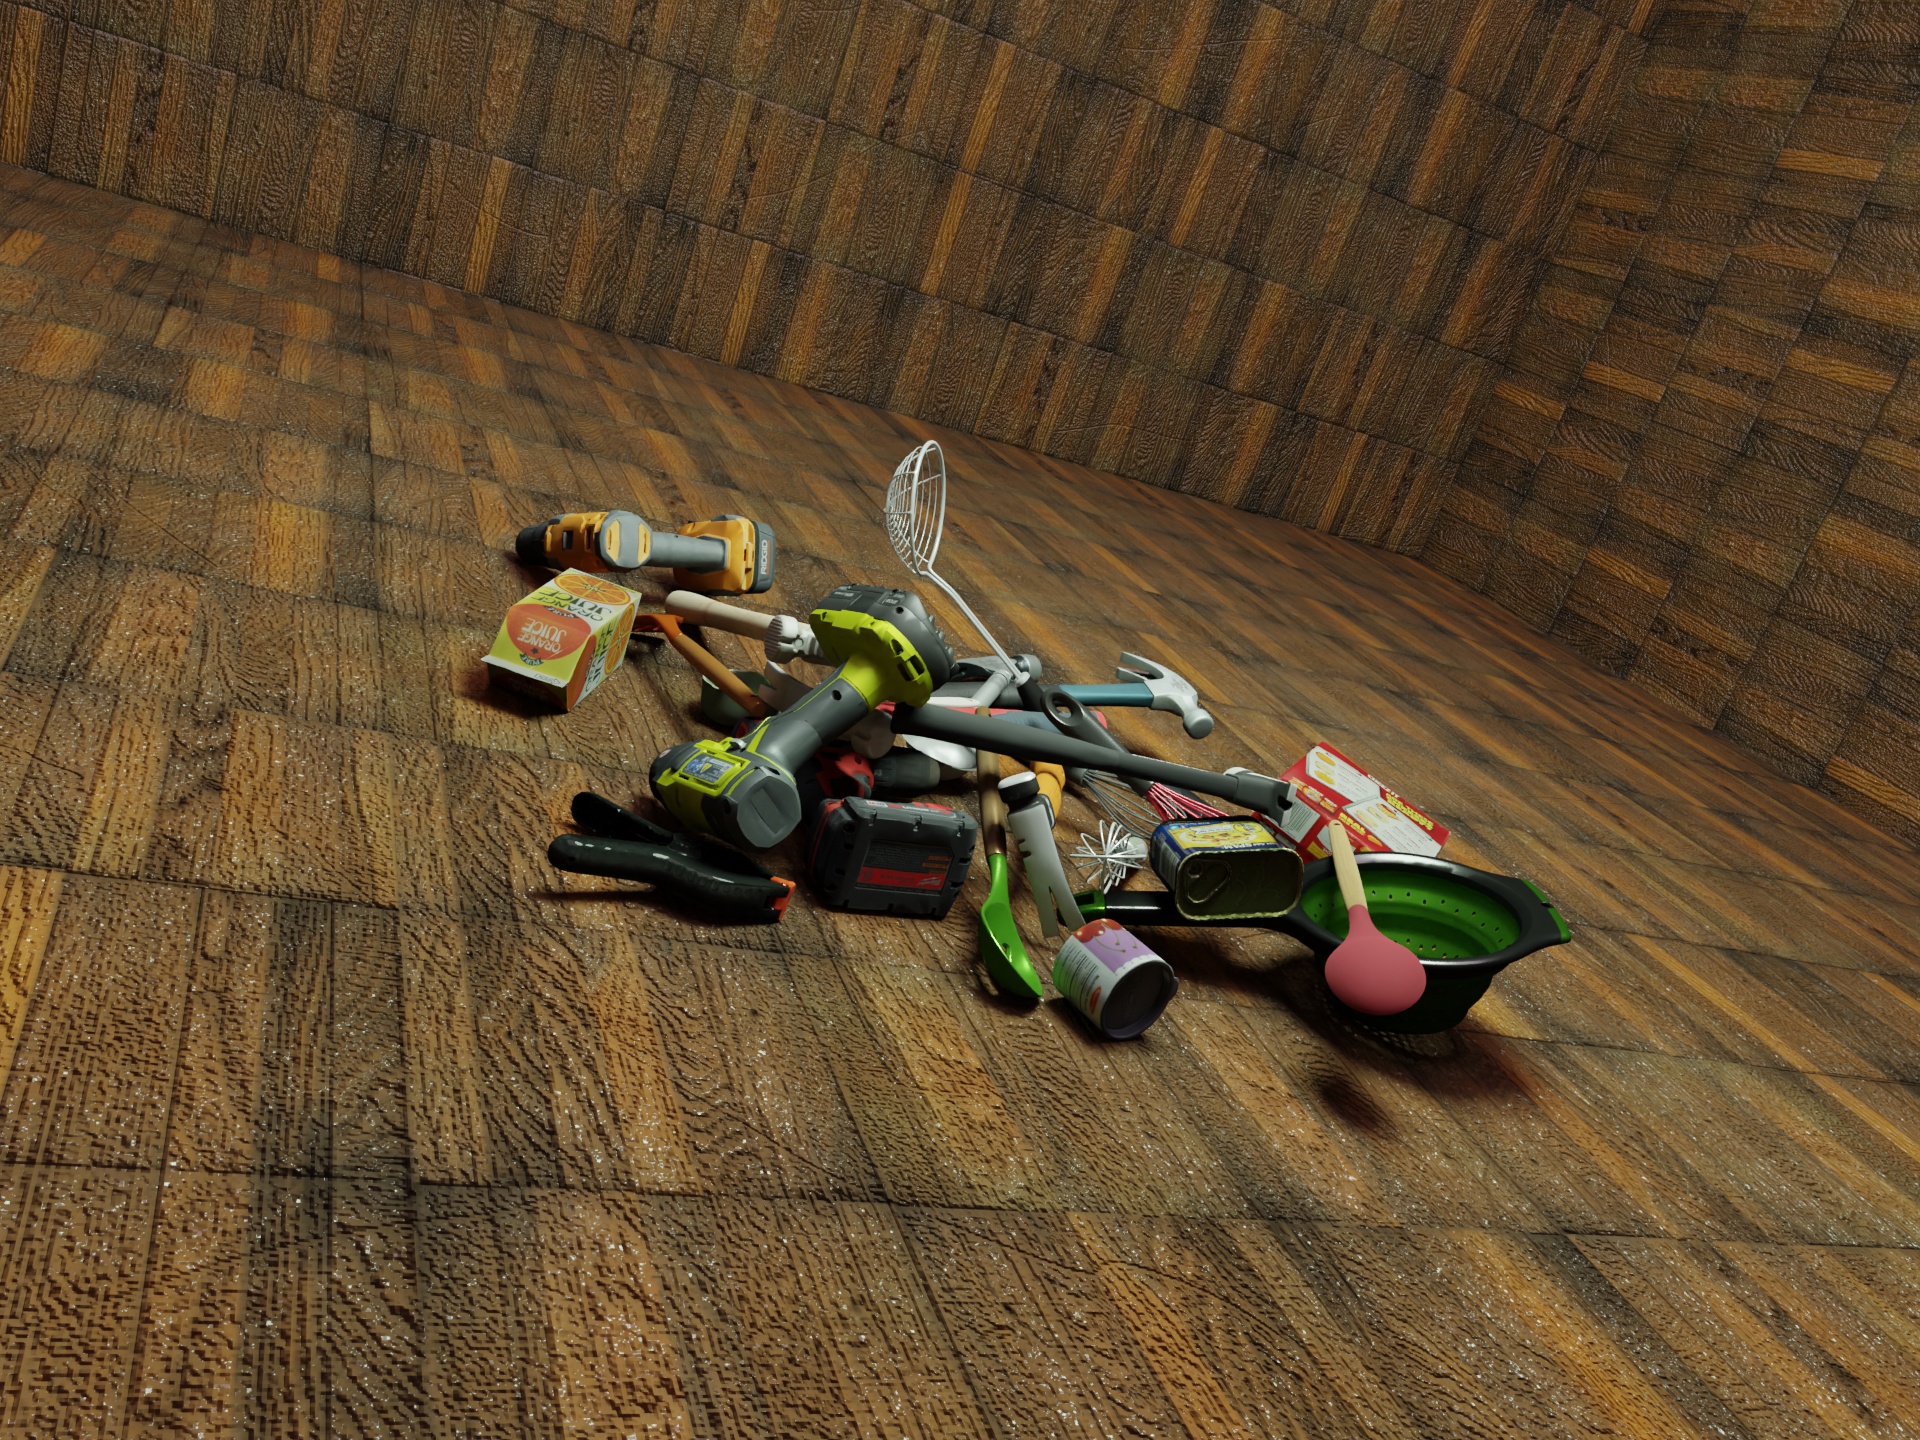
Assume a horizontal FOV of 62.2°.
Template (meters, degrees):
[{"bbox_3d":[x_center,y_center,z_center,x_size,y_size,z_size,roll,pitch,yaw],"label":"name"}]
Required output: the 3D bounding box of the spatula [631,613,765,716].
[{"bbox_3d":[-0.240,-0.054,1.409,0.081,0.041,0.323,1,19,-31],"label":"spatula"}]

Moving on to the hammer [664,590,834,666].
[{"bbox_3d":[-0.174,-0.083,1.458,0.146,0.038,0.411,10,4,-29],"label":"hammer"}]

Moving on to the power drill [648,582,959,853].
[{"bbox_3d":[-0.124,-0.003,1.179,0.223,0.080,0.171,-43,30,-22],"label":"power drill"}]

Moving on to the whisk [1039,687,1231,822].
[{"bbox_3d":[0.184,0.073,1.419,0.296,0.073,0.073,42,22,8],"label":"whisk"}]

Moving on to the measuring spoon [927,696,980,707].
[{"bbox_3d":[-0.019,-0.022,1.327,0.034,0.018,0.124,23,11,32],"label":"measuring spoon"}]

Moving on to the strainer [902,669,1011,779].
[{"bbox_3d":[0.004,0.003,1.511,0.087,0.050,0.258,29,30,8],"label":"strainer"}]

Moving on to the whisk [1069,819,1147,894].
[{"bbox_3d":[0.133,0.111,1.315,0.059,0.058,0.246,-1,-3,12],"label":"whisk"}]

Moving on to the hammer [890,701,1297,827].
[{"bbox_3d":[0.106,0.030,1.254,0.334,0.035,0.146,13,2,-12],"label":"hammer"}]

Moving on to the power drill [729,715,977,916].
[{"bbox_3d":[-0.069,0.067,1.263,0.187,0.080,0.227,9,18,-30],"label":"power drill"}]

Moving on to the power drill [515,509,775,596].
[{"bbox_3d":[-0.328,-0.174,1.638,0.185,0.084,0.226,4,2,43],"label":"power drill"}]

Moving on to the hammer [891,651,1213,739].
[{"bbox_3d":[0.089,-0.025,1.643,0.331,0.033,0.128,-1,34,-19],"label":"hammer"}]

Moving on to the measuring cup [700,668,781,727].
[{"bbox_3d":[-0.156,-0.003,1.394,0.168,0.038,0.083,21,19,28],"label":"measuring cup"}]

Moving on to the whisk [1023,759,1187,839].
[{"bbox_3d":[0.120,0.057,1.536,0.239,0.055,0.055,28,19,38],"label":"whisk"}]

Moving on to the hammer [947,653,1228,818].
[{"bbox_3d":[0.147,0.028,1.655,0.149,0.036,0.409,-1,28,-44],"label":"hammer"}]

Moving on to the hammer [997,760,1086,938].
[{"bbox_3d":[0.073,0.082,1.355,0.034,0.127,0.337,-17,6,7],"label":"hammer"}]

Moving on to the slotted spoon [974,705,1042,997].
[{"bbox_3d":[0.027,0.091,1.220,0.070,0.031,0.314,50,22,-34],"label":"slotted spoon"}]

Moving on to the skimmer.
[{"bbox_3d":[0.045,-0.101,1.547,0.363,0.090,0.127,52,25,-11],"label":"skimmer"}]

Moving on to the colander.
[{"bbox_3d":[0.276,0.187,1.283,0.397,0.094,0.205,1,20,0],"label":"colander"}]

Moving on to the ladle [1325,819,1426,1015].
[{"bbox_3d":[0.308,0.140,1.238,0.069,0.031,0.315,-2,18,8],"label":"ladle"}]

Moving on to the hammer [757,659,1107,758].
[{"bbox_3d":[-0.002,-0.005,1.418,0.143,0.038,0.386,26,14,37],"label":"hammer"}]
